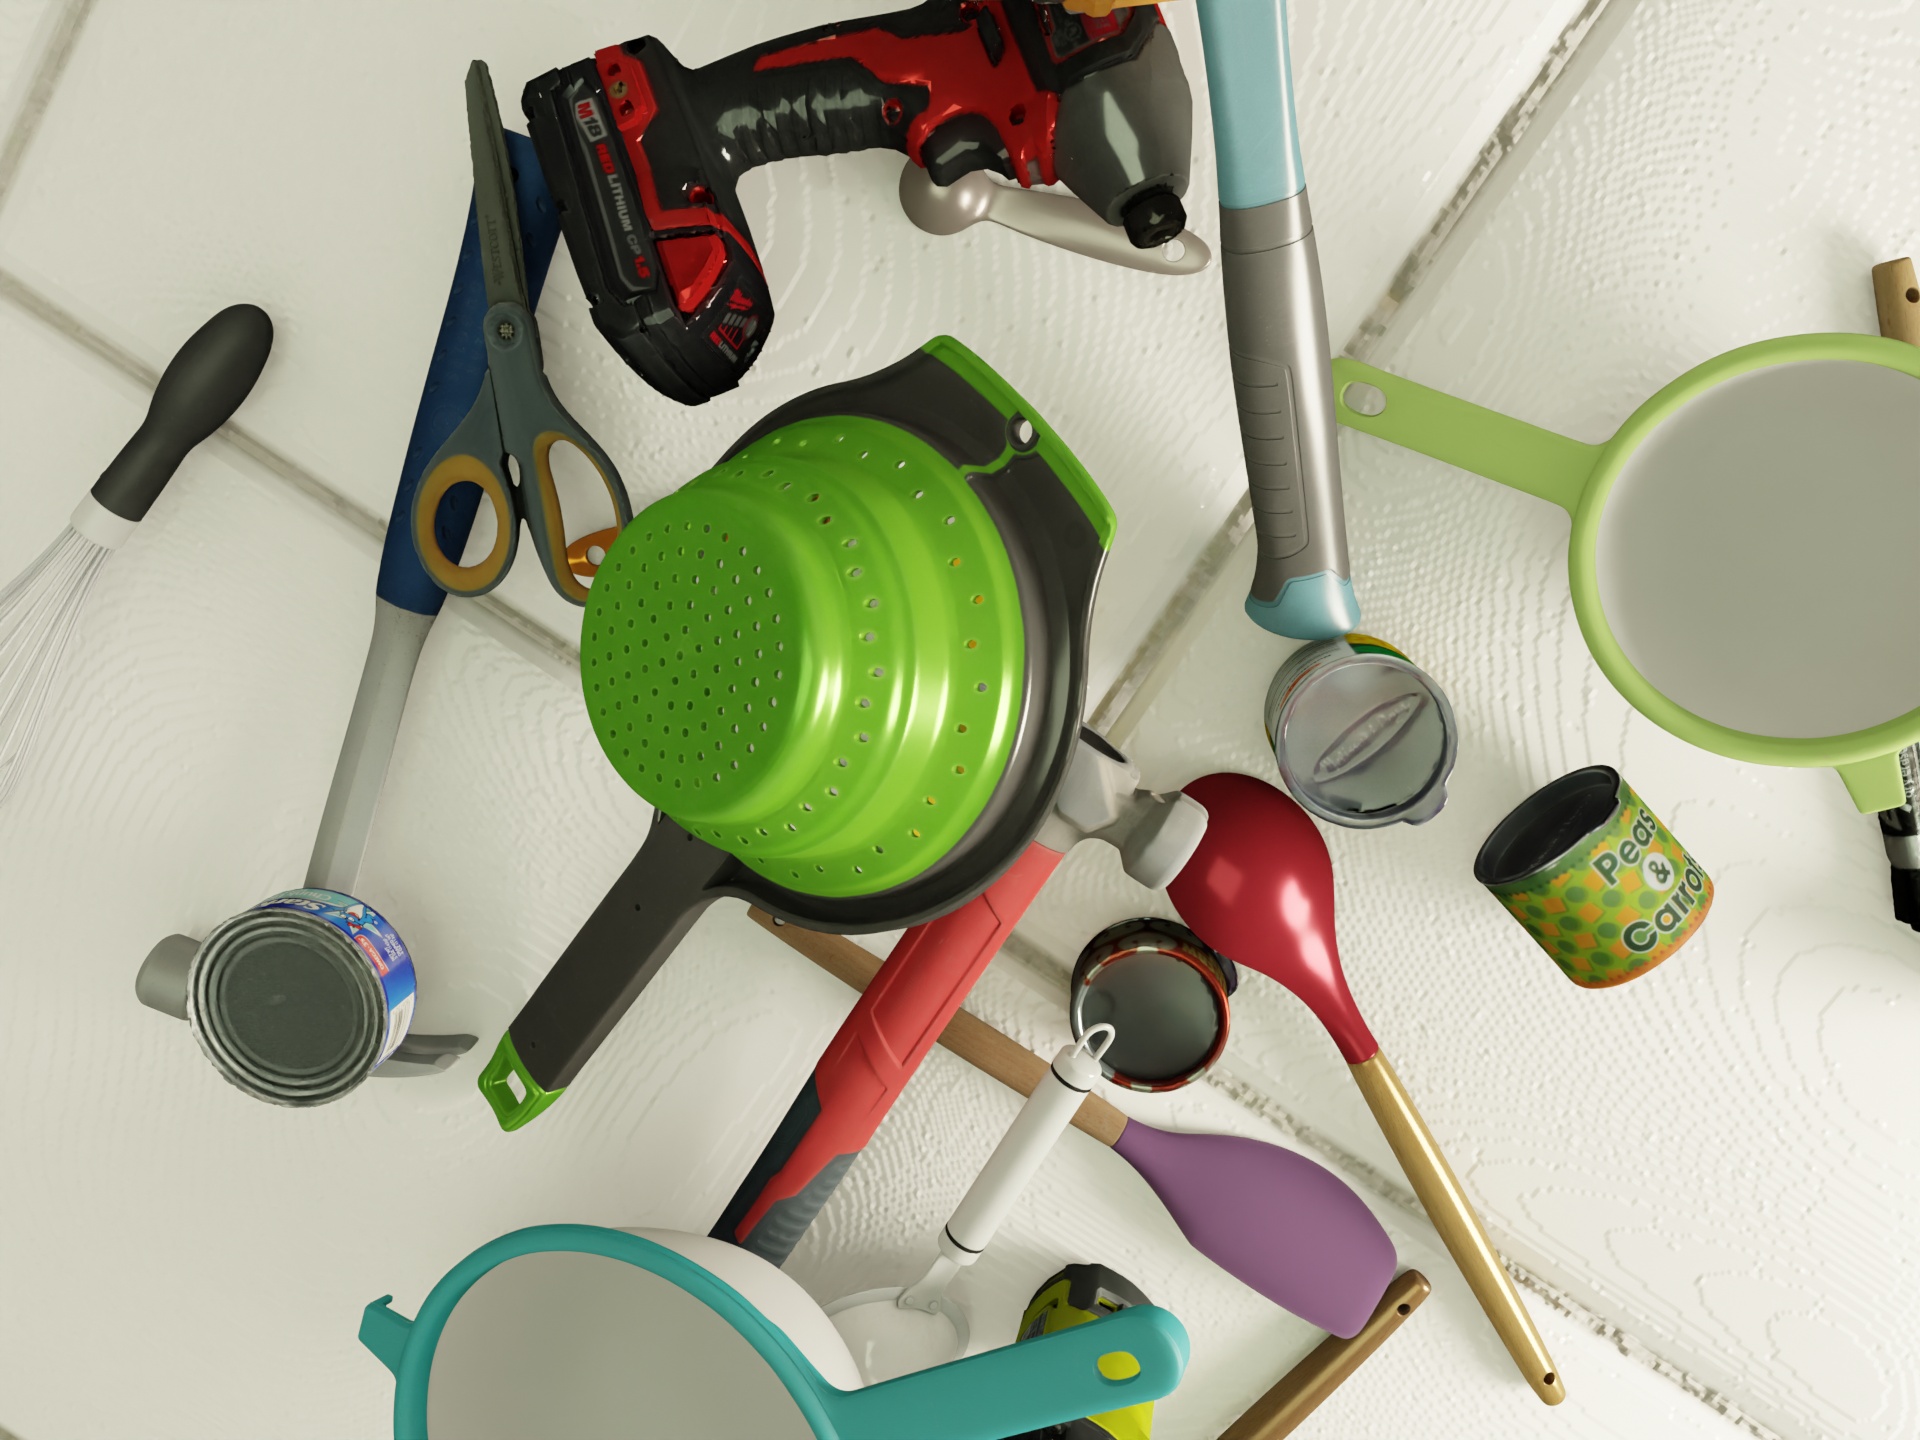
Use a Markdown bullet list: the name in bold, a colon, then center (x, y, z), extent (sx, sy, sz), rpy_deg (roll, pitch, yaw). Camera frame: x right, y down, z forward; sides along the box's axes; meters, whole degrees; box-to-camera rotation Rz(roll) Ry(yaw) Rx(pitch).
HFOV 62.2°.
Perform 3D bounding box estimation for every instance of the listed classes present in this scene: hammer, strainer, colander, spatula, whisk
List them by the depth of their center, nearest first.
- **hammer**: center (0.098, -0.159, 0.519), extent (0.128, 0.033, 0.330), rpy_deg (-14, 129, 4)
- **strainer**: center (0.255, -0.084, 0.588), extent (0.256, 0.069, 0.151), rpy_deg (25, 113, 18)
- **colander**: center (-0.111, 0.034, 0.593), extent (0.205, 0.094, 0.397), rpy_deg (51, 118, 23)
- **strainer**: center (-0.059, 0.258, 0.605), extent (0.340, 0.095, 0.211), rpy_deg (-25, 88, 23)
- **hammer**: center (-0.225, -0.036, 0.657), extent (0.144, 0.035, 0.405), rpy_deg (21, 103, 2)
- **whisk**: center (-0.374, -0.059, 0.660), extent (0.070, 0.070, 0.284), rpy_deg (40, 99, -3)
- **hammer**: center (-0.063, 0.152, 0.662), extent (0.143, 0.038, 0.386), rpy_deg (33, 108, 2)
- **strainer**: center (-0.004, 0.226, 0.668), extent (0.086, 0.050, 0.258), rpy_deg (20, 111, -26)
- **spatula**: center (0.047, 0.159, 0.676), extent (0.316, 0.018, 0.060), rpy_deg (32, 84, 0)
- **spatula**: center (0.095, 0.358, 0.699), extent (0.082, 0.044, 0.317), rpy_deg (39, 101, -13)

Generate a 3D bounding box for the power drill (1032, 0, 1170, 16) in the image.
- **power drill**: center (0.031, -0.334, 0.506), extent (0.185, 0.084, 0.226), rpy_deg (-8, 84, -1)

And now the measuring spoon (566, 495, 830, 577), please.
- **measuring spoon**: center (-0.108, -0.076, 0.650), extent (0.117, 0.011, 0.021), rpy_deg (-9, 102, 12)

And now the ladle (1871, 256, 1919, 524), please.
- **ladle**: center (0.385, -0.014, 0.586), extent (0.078, 0.062, 0.320), rpy_deg (-18, 97, -14)

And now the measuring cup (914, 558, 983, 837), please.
- **measuring cup**: center (-0.001, -0.002, 0.650), extent (0.062, 0.029, 0.156), rpy_deg (18, 115, 2)

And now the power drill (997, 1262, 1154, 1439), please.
- **power drill**: center (-0.006, 0.344, 0.646), extent (0.080, 0.171, 0.223), rpy_deg (38, 107, 1)

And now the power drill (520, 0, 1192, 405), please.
- **power drill**: center (-0.029, -0.202, 0.565), extent (0.219, 0.078, 0.143), rpy_deg (-21, 80, 6)

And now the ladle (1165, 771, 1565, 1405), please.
- **ladle**: center (0.176, 0.159, 0.657), extent (0.069, 0.031, 0.315), rpy_deg (-33, 100, -13)

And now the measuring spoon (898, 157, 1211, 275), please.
- **measuring spoon**: center (0.035, -0.191, 0.603), extent (0.124, 0.018, 0.034), rpy_deg (16, 103, 5)
